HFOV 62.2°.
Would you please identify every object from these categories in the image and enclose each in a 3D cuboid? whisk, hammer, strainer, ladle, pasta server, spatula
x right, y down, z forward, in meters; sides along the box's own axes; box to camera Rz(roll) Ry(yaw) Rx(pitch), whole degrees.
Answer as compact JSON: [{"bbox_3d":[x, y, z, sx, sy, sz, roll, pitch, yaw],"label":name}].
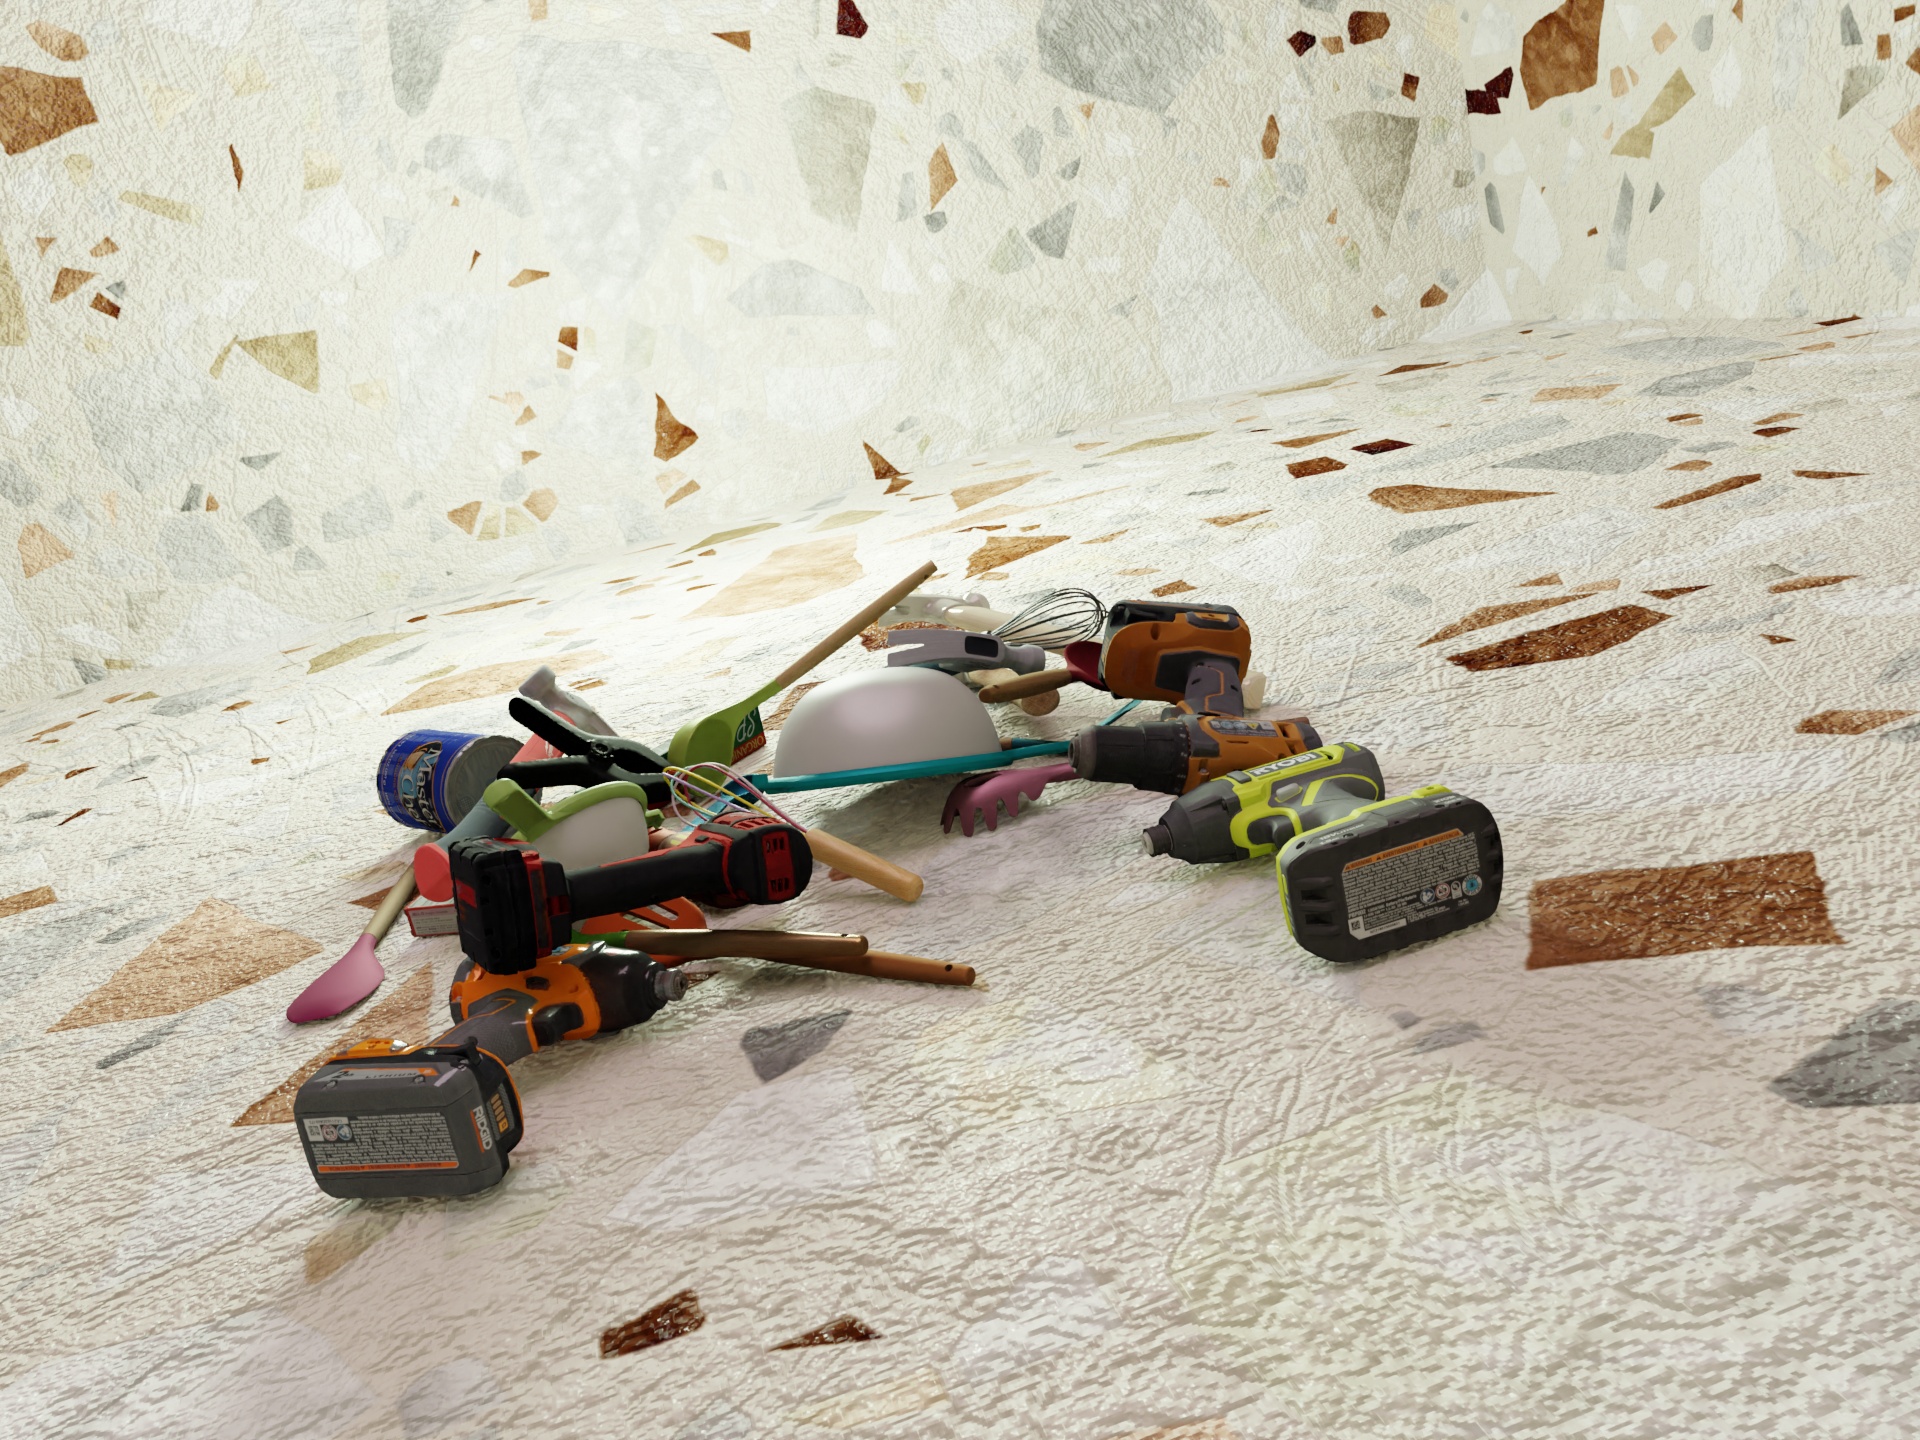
[{"bbox_3d":[0.027,-0.072,1.478,0.239,0.055,0.055,-16,14,24],"label":"whisk"},{"bbox_3d":[0.039,-0.037,1.543,0.130,0.031,0.331,-18,10,-7],"label":"hammer"},{"bbox_3d":[-0.002,-0.004,1.327,0.340,0.095,0.211,-8,-2,7],"label":"strainer"},{"bbox_3d":[-0.145,-0.043,1.504,0.320,0.078,0.062,-38,55,0],"label":"ladle"},{"bbox_3d":[-0.291,0.103,1.175,0.151,0.069,0.256,-38,-15,-10],"label":"strainer"},{"bbox_3d":[-0.388,0.070,1.428,0.038,0.143,0.386,-39,15,16],"label":"hammer"},{"bbox_3d":[0.136,0.040,1.300,0.316,0.040,0.060,-11,16,-8],"label":"pasta server"},{"bbox_3d":[0.078,-0.034,1.298,0.069,0.031,0.315,34,17,16],"label":"ladle"},{"bbox_3d":[0.105,-0.070,1.515,0.411,0.038,0.146,17,15,41],"label":"hammer"},{"bbox_3d":[-0.129,0.154,1.097,0.323,0.041,0.081,1,45,35],"label":"spatula"},{"bbox_3d":[0.024,0.014,1.429,0.317,0.044,0.082,-7,13,24],"label":"spatula"},{"bbox_3d":[-0.131,0.085,1.215,0.245,0.047,0.051,22,29,26],"label":"whisk"},{"bbox_3d":[-0.067,-0.028,1.481,0.128,0.033,0.331,11,-18,-31],"label":"hammer"}]

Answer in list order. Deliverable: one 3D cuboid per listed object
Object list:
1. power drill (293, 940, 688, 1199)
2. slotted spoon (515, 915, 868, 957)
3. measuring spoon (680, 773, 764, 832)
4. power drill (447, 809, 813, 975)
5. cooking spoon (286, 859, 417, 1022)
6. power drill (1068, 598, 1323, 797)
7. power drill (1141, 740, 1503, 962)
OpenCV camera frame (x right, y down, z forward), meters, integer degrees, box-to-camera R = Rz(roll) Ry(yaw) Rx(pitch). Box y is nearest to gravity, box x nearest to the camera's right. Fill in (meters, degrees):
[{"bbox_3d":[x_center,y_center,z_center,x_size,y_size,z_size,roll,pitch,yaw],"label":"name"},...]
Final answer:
[{"bbox_3d":[-0.279,0.203,0.987,0.164,0.084,0.226,-7,14,17],"label":"power drill"},{"bbox_3d":[-0.207,0.154,1.098,0.314,0.031,0.070,-3,15,22],"label":"slotted spoon"},{"bbox_3d":[-0.218,0.089,1.426,0.042,0.021,0.129,0,30,35],"label":"measuring spoon"},{"bbox_3d":[-0.224,0.105,1.076,0.219,0.078,0.143,-9,6,-27],"label":"power drill"},{"bbox_3d":[-0.491,0.174,1.336,0.069,0.017,0.319,-12,17,0],"label":"cooking spoon"},{"bbox_3d":[0.162,-0.013,1.234,0.185,0.084,0.226,2,30,-9],"label":"power drill"},{"bbox_3d":[0.227,0.077,1.027,0.171,0.080,0.223,-16,13,-11],"label":"power drill"}]
